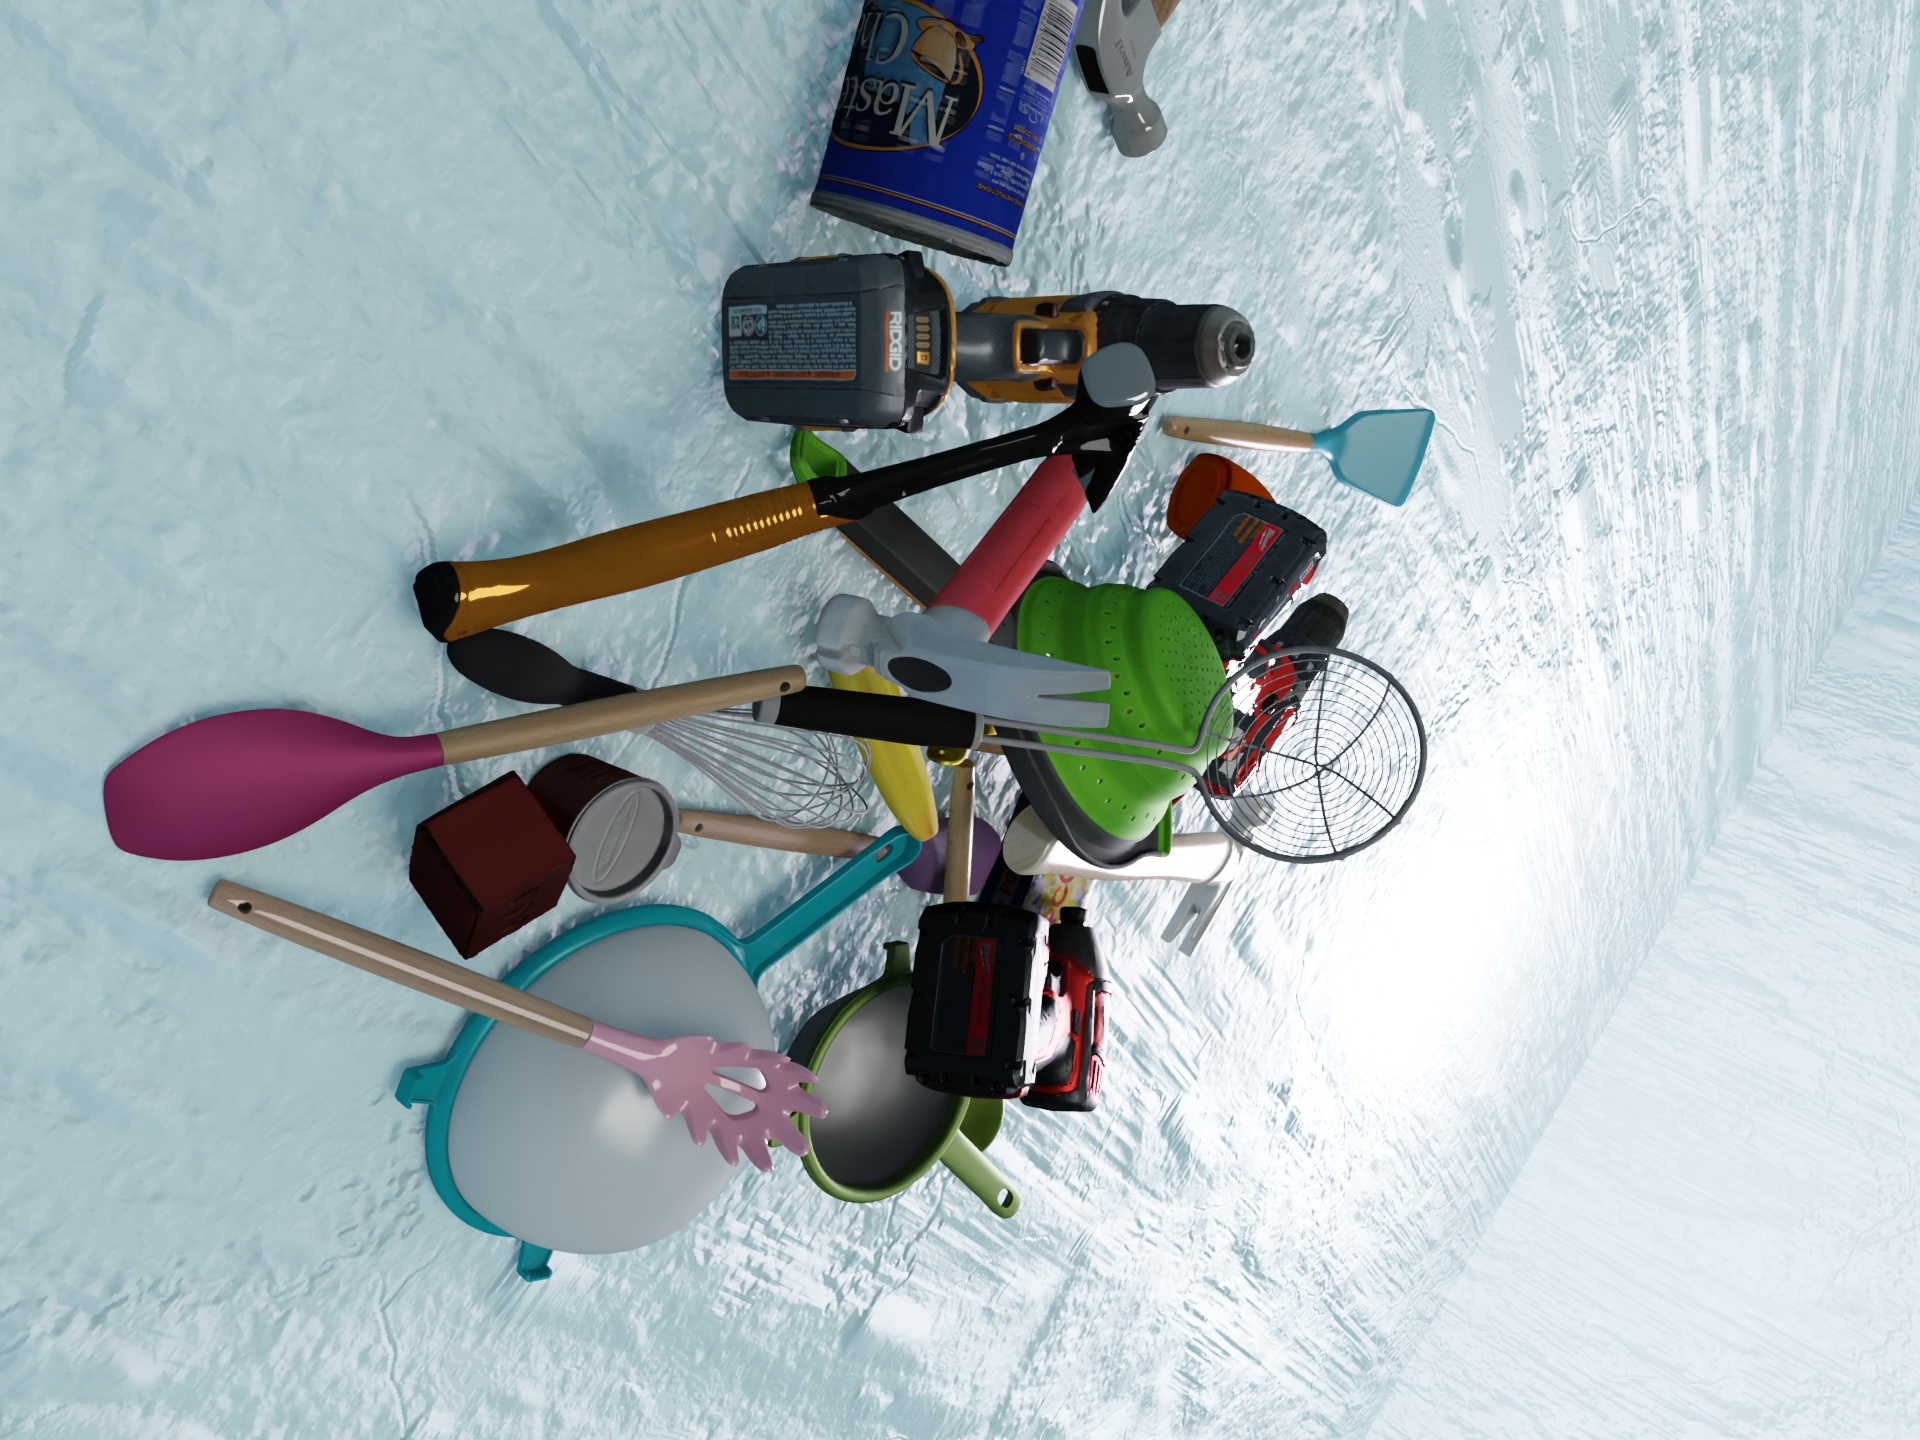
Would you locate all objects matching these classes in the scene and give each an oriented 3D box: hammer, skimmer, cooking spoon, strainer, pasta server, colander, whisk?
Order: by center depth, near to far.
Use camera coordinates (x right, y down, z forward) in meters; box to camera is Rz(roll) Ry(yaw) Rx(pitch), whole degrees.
[{"bbox_3d":[-0.212,0.008,0.724,0.319,0.017,0.068,-13,124,-32],"label":"cooking spoon"},{"bbox_3d":[-0.079,-0.094,0.732,0.337,0.034,0.127,-16,167,-8],"label":"hammer"},{"bbox_3d":[-0.200,0.143,0.758,0.316,0.040,0.060,30,83,-31],"label":"pasta server"},{"bbox_3d":[-0.144,0.002,0.824,0.284,0.070,0.070,25,91,-49],"label":"whisk"},{"bbox_3d":[0.074,0.004,0.858,0.363,0.090,0.127,7,73,-20],"label":"skimmer"},{"bbox_3d":[0.069,-0.125,0.868,0.386,0.143,0.038,-56,153,-47],"label":"hammer"},{"bbox_3d":[-0.128,0.179,0.897,0.340,0.095,0.210,-37,136,-25],"label":"strainer"},{"bbox_3d":[0.166,-0.492,0.917,0.331,0.031,0.129,-55,143,-12],"label":"hammer"},{"bbox_3d":[0.057,-0.057,0.936,0.396,0.094,0.205,40,40,-40],"label":"colander"},{"bbox_3d":[-0.040,0.263,1.069,0.151,0.069,0.256,-55,132,-21],"label":"strainer"},{"bbox_3d":[0.127,0.108,1.158,0.410,0.038,0.146,13,107,-62],"label":"hammer"}]

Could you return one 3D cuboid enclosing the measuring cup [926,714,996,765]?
[{"bbox_3d":[-0.001,-0.003,0.938,0.156,0.062,0.029,-68,170,-78],"label":"measuring cup"}]

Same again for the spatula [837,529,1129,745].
[{"bbox_3d":[0.027,-0.050,1.003,0.322,0.041,0.081,37,40,-50],"label":"spatula"}]

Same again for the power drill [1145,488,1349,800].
[{"bbox_3d":[0.216,-0.064,1.141,0.188,0.080,0.226,-50,150,-18],"label":"power drill"}]

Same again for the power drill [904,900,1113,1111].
[{"bbox_3d":[0.045,0.184,1.049,0.219,0.078,0.143,32,62,-64],"label":"power drill"}]

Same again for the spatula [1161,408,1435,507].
[{"bbox_3d":[0.253,-0.207,1.183,0.317,0.044,0.082,-6,119,-48],"label":"spatula"}]

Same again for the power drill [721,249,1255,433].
[{"bbox_3d":[0.019,-0.187,0.796,0.226,0.185,0.084,-11,107,-44],"label":"power drill"}]

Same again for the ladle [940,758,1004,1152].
[{"bbox_3d":[0.002,0.169,1.083,0.078,0.062,0.320,-22,129,-37],"label":"ladle"}]

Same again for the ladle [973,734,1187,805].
[{"bbox_3d":[0.072,0.023,1.119,0.315,0.031,0.069,10,101,-51],"label":"ladle"}]

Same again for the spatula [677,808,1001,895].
[{"bbox_3d":[-0.066,0.076,0.989,0.315,0.018,0.060,14,103,-54],"label":"spatula"}]
